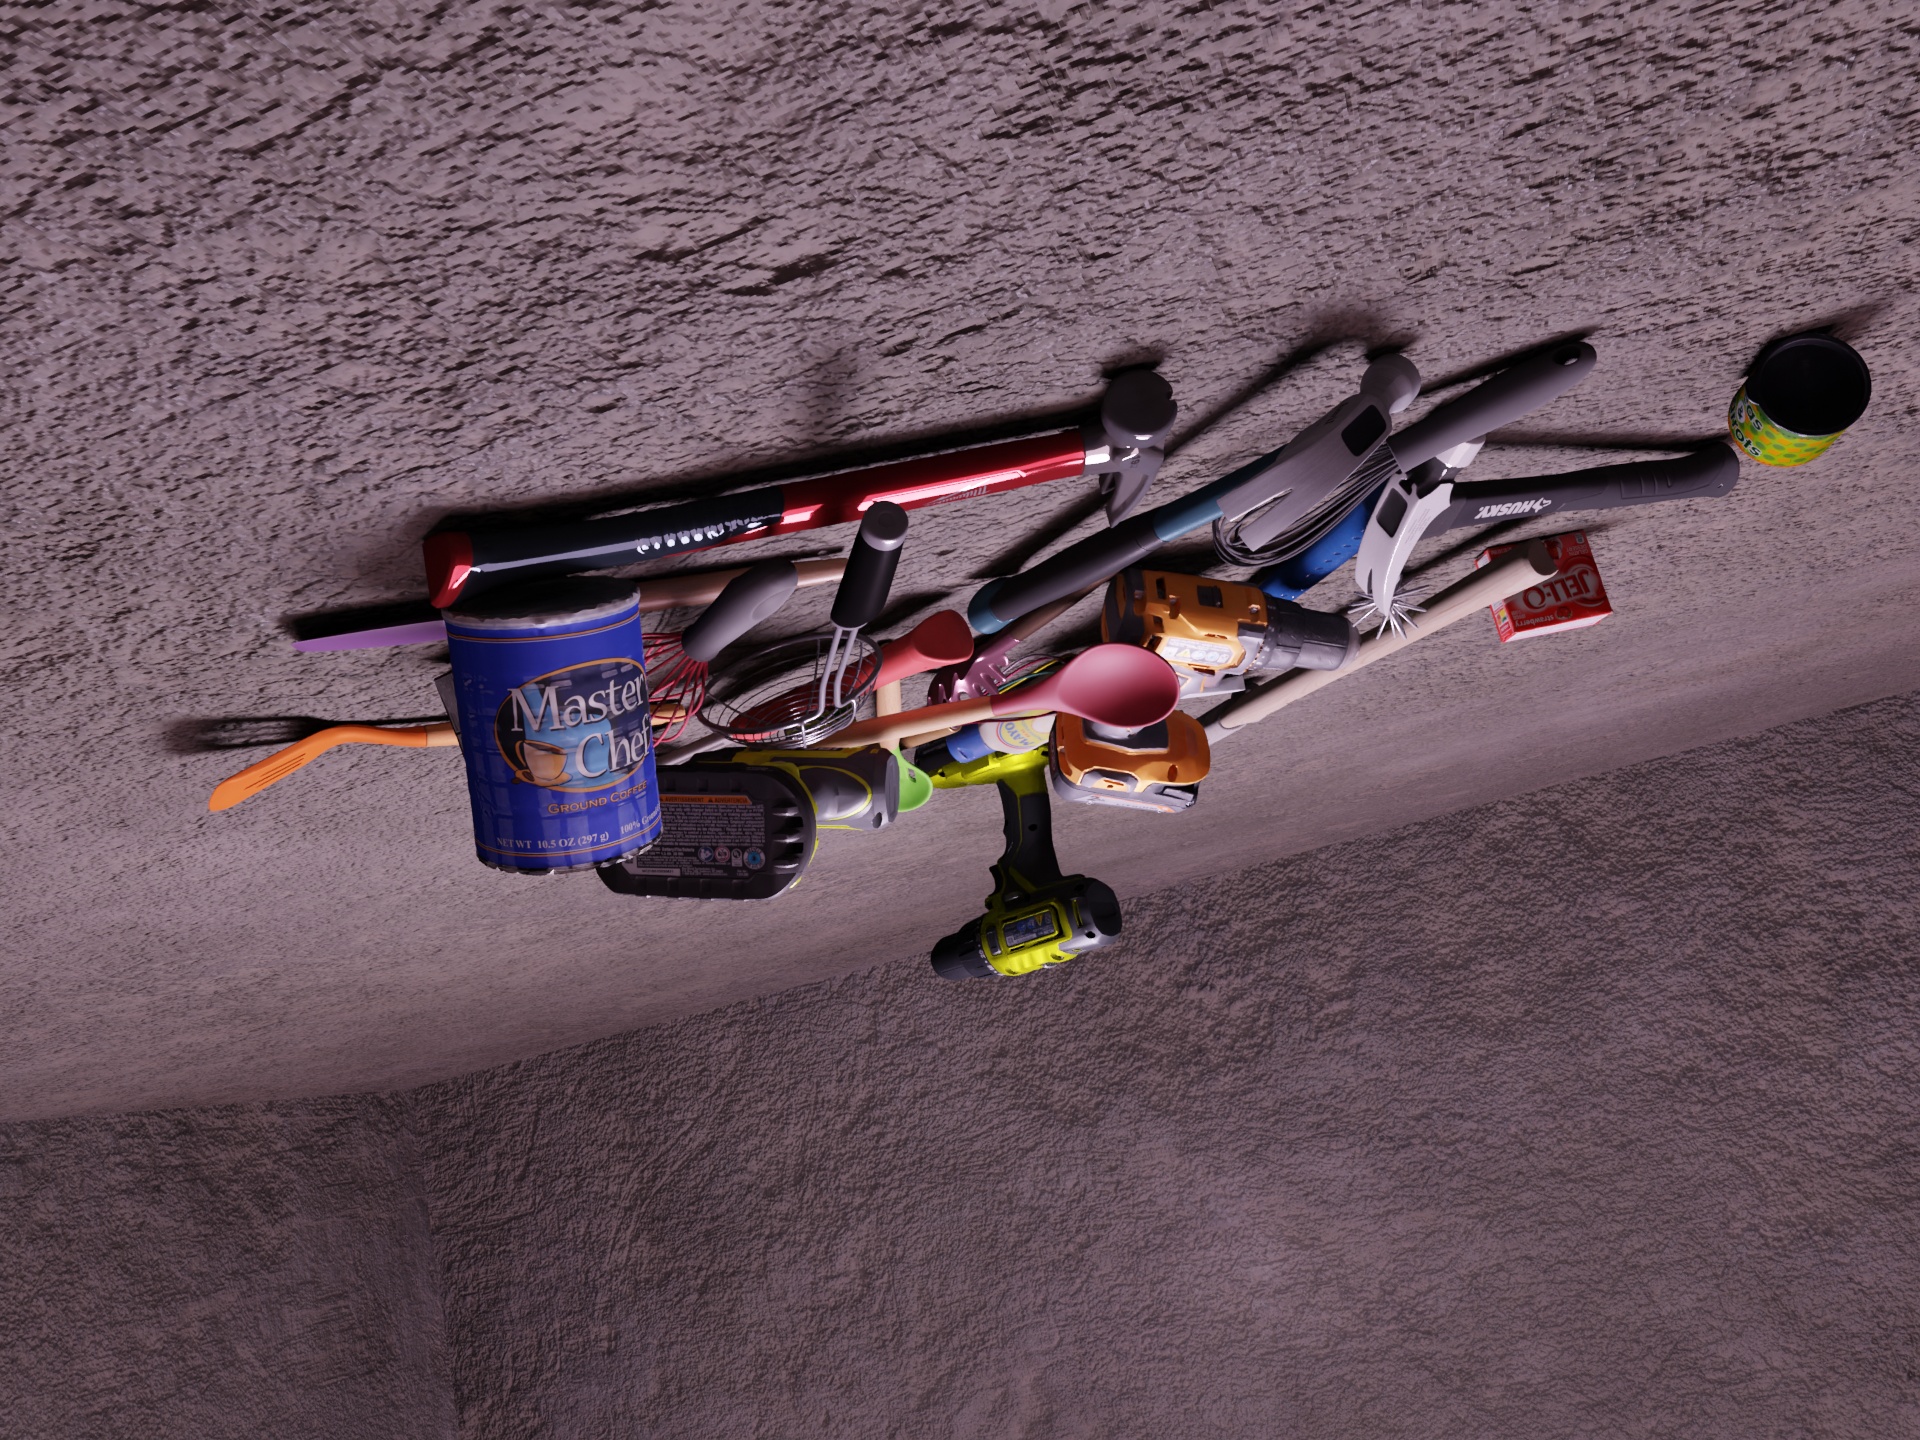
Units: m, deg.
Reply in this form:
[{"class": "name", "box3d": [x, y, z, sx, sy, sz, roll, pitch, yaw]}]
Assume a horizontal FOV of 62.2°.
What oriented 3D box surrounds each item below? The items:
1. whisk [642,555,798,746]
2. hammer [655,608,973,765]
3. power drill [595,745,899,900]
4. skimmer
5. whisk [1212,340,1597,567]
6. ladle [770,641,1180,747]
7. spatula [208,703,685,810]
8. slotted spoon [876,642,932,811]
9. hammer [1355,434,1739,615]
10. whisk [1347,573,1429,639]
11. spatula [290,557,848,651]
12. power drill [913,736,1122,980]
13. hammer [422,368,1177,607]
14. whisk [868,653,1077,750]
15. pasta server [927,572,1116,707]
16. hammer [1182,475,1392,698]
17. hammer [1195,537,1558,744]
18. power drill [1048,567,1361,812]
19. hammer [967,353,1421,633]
[{"class": "whisk", "box3d": [-0.159, -0.040, 0.930, 0.073, 0.073, 0.296, -5, 168, -30]}, {"class": "hammer", "box3d": [-0.135, -0.003, 1.174, 0.359, 0.037, 0.149, -22, 172, 33]}, {"class": "power drill", "box3d": [-0.145, 0.056, 1.034, 0.171, 0.080, 0.223, 0, -174, 10]}, {"class": "skimmer", "box3d": [-0.085, -0.063, 0.913, 0.127, 0.090, 0.363, -26, 169, -18]}, {"class": "whisk", "box3d": [0.254, -0.157, 0.930, 0.239, 0.055, 0.055, -27, 162, 19]}, {"class": "ladle", "box3d": [-0.002, -0.004, 1.117, 0.315, 0.069, 0.031, -11, -152, 13]}, {"class": "spatula", "box3d": [-0.342, 0.017, 1.093, 0.322, 0.041, 0.081, -6, 168, -30]}, {"class": "slotted spoon", "box3d": [-0.056, 0.008, 1.289, 0.070, 0.031, 0.313, 6, 158, 1]}, {"class": "hammer", "box3d": [0.407, -0.150, 1.070, 0.334, 0.035, 0.146, -10, 142, -30]}, {"class": "whisk", "box3d": [0.317, -0.091, 1.180, 0.058, 0.059, 0.246, -27, 178, 16]}, {"class": "spatula", "box3d": [-0.219, -0.066, 0.922, 0.316, 0.018, 0.060, -10, 178, -12]}, {"class": "power drill", "box3d": [0.034, 0.117, 1.436, 0.190, 0.229, 0.080, -23, 163, 34]}, {"class": "hammer", "box3d": [-0.084, -0.108, 0.843, 0.386, 0.038, 0.143, -12, 168, -6]}, {"class": "whisk", "box3d": [0.011, -0.008, 1.325, 0.051, 0.047, 0.245, 17, 153, -42]}, {"class": "pasta server", "box3d": [0.058, -0.067, 1.136, 0.060, 0.040, 0.316, -18, 170, -35]}, {"class": "hammer", "box3d": [0.229, -0.086, 1.223, 0.144, 0.035, 0.405, -8, 165, -19]}, {"class": "hammer", "box3d": [0.323, -0.050, 1.337, 0.146, 0.038, 0.410, -31, 178, -35]}, {"class": "power drill", "box3d": [0.174, -0.021, 1.184, 0.185, 0.084, 0.226, 7, 143, -12]}, {"class": "hammer", "box3d": [0.114, -0.113, 0.940, 0.331, 0.033, 0.128, -22, -160, 51]}]
